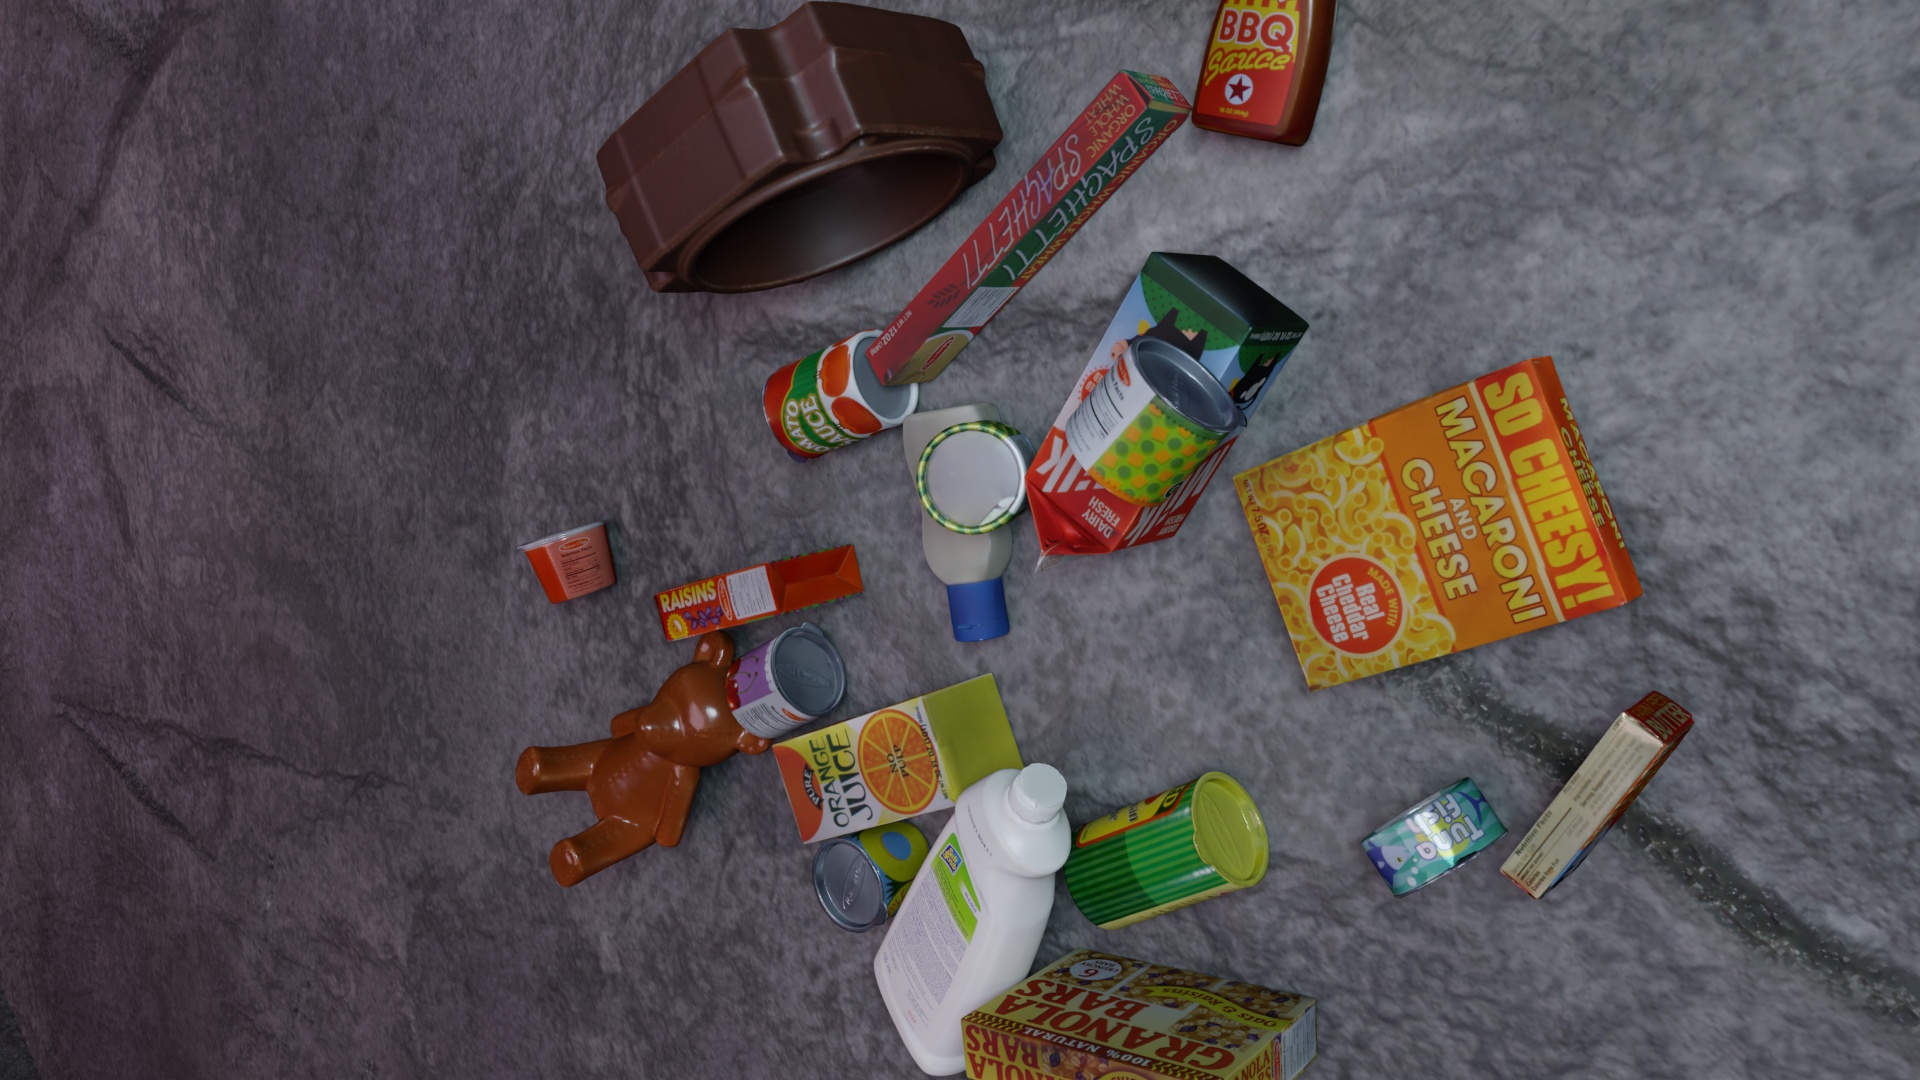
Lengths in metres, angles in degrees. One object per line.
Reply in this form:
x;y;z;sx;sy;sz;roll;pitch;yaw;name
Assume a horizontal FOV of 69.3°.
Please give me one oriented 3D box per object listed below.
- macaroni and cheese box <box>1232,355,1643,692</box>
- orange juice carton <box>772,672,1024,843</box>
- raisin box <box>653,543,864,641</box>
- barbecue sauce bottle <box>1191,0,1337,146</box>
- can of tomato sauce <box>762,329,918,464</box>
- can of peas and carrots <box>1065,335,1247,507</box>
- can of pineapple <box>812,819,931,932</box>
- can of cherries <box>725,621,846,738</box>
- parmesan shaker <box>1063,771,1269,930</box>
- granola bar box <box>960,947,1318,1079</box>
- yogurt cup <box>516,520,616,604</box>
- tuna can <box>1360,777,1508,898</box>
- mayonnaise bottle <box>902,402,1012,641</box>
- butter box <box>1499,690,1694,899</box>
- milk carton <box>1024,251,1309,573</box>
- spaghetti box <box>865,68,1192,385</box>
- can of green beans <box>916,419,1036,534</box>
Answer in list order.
0.235;-0.005;0.700;0.166;0.040;0.124;-24;82;39;macaroni and cheese box
-0.058;0.152;0.940;0.192;0.073;0.072;-23;83;39;orange juice carton
-0.143;0.037;0.981;0.123;0.086;0.040;-15;90;39;raisin box
0.164;-0.281;0.709;0.065;0.044;0.148;24;111;36;barbecue sauce bottle
-0.079;-0.095;0.920;0.083;0.071;0.071;-17;87;39;can of tomato sauce
0.097;-0.058;0.694;0.071;0.071;0.058;53;125;19;can of peas and carrots
-0.059;0.232;0.964;0.071;0.058;0.071;8;103;38;can of pineapple
-0.125;0.100;0.993;0.058;0.072;0.071;-30;79;39;can of cherries
0.116;0.182;0.806;0.102;0.071;0.071;-32;78;38;parmesan shaker
0.103;0.288;0.799;0.165;0.124;0.039;0;96;39;granola bar box
-0.316;0.018;1.134;0.072;0.073;0.054;-13;98;40;yogurt cup
0.239;0.150;0.702;0.070;0.071;0.033;-43;71;35;tuna can
0.003;-0.011;0.886;0.064;0.041;0.148;-6;95;34;mayonnaise bottle
0.302;0.121;0.658;0.024;0.053;0.103;41;120;30;butter box
0.103;-0.060;0.776;0.073;0.072;0.189;43;121;25;milk carton
0.035;-0.179;0.826;0.249;0.050;0.029;-42;72;35;spaghetti box
0.011;-0.038;0.826;0.071;0.058;0.071;1;95;10;can of green beans
